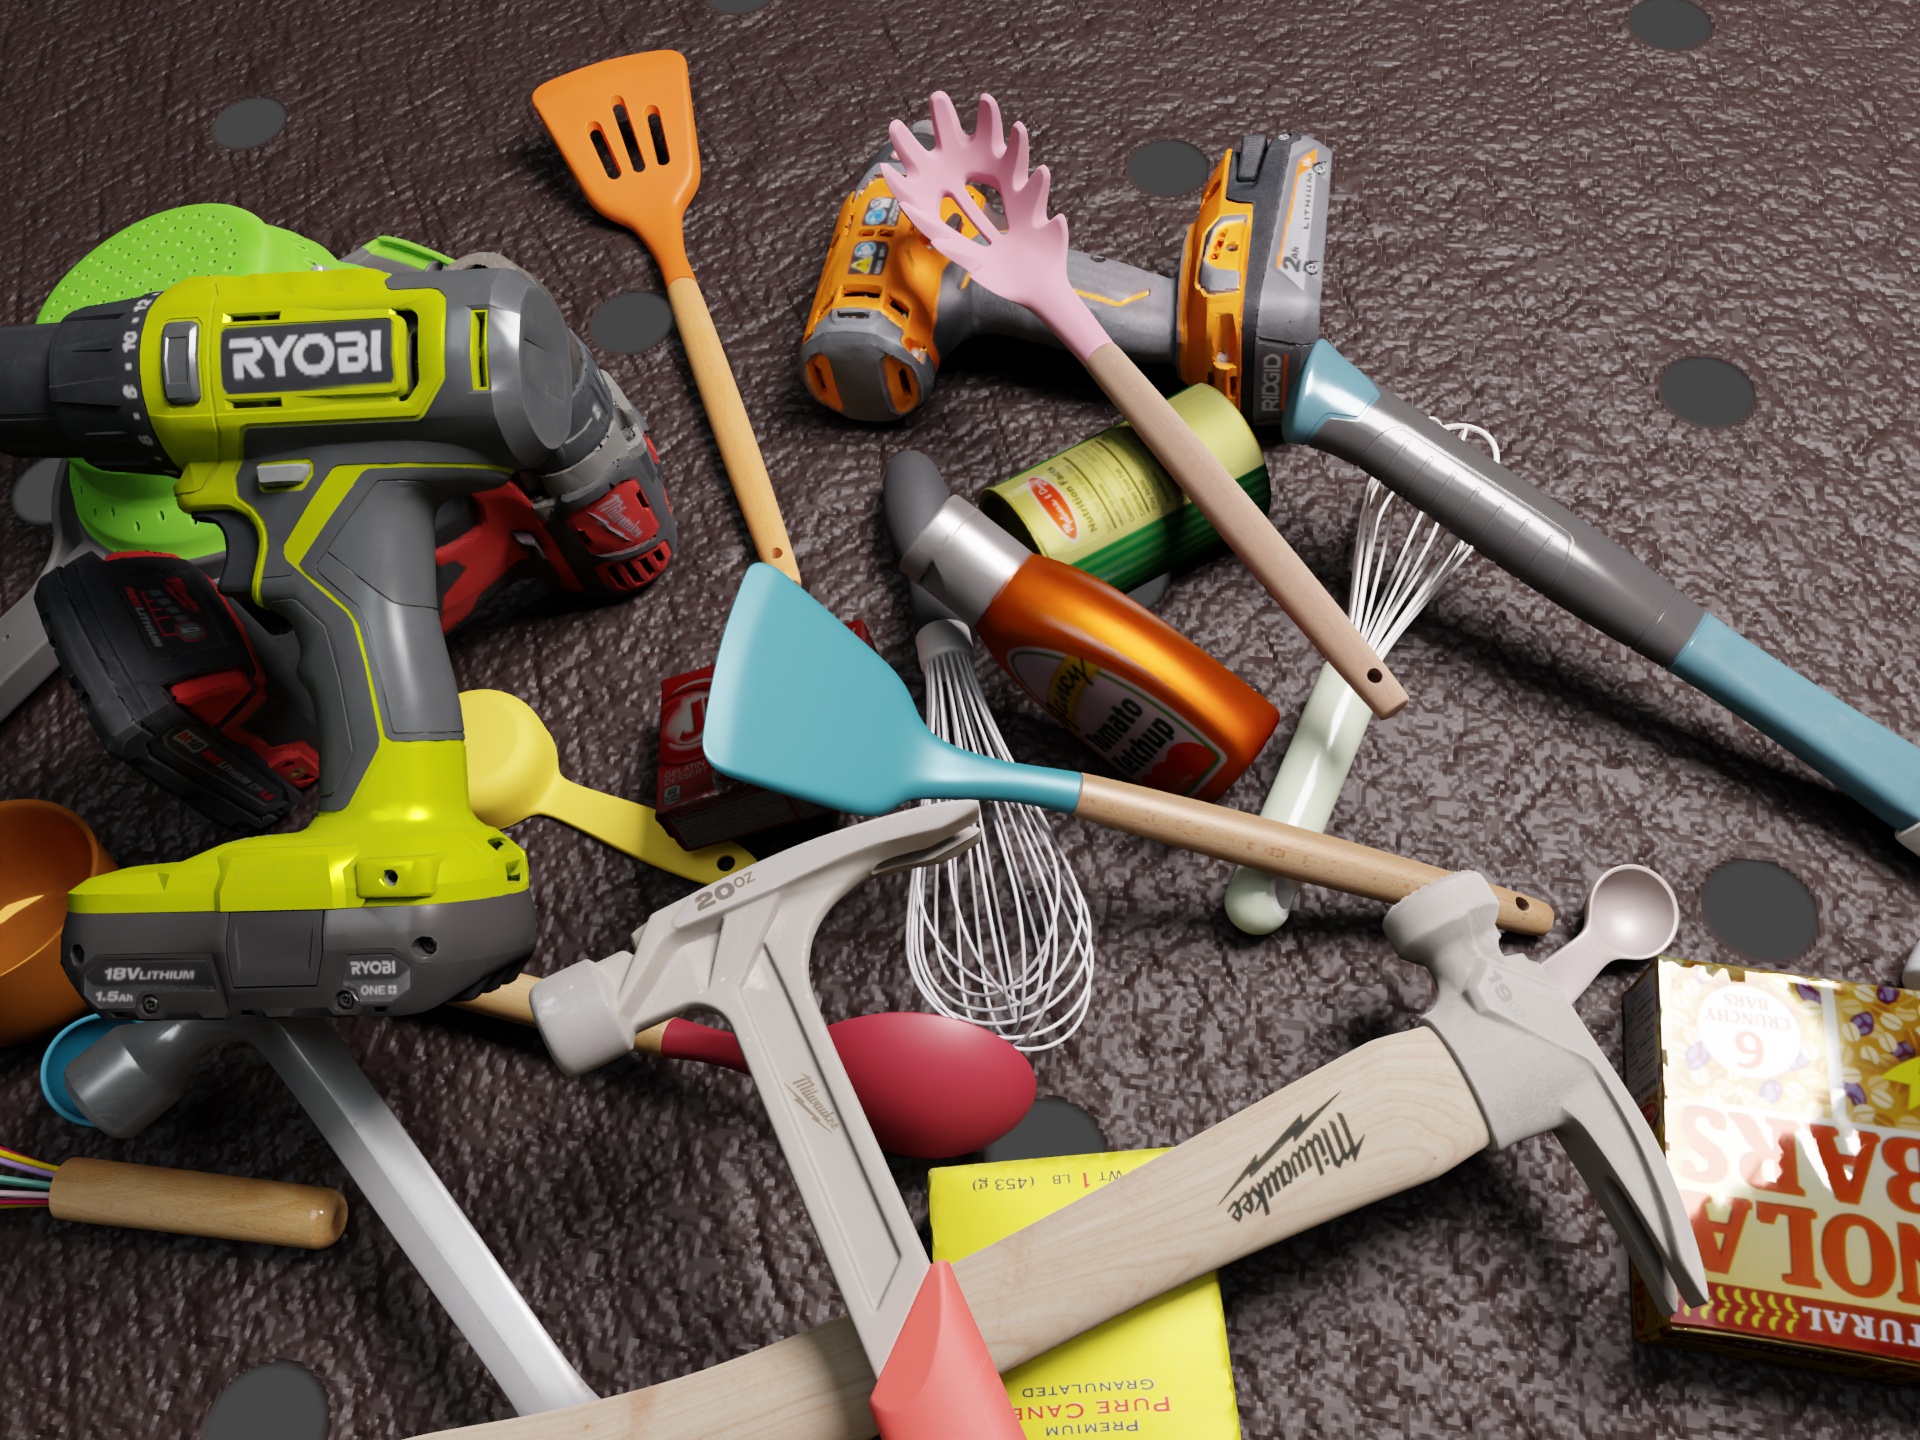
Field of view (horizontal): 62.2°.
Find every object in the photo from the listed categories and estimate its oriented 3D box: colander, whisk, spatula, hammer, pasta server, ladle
[{"bbox_3d":[-0.374,-0.094,0.667,0.205,0.094,0.397,29,70,31],"label":"colander"},{"bbox_3d":[-0.339,0.160,0.566,0.245,0.051,0.047,5,55,4],"label":"whisk"},{"bbox_3d":[-0.128,-0.193,0.749,0.081,0.041,0.323,-18,62,-7],"label":"spatula"},{"bbox_3d":[0.010,0.194,0.423,0.149,0.036,0.359,-23,64,-10],"label":"hammer"},{"bbox_3d":[-0.121,0.213,0.499,0.144,0.035,0.406,-40,70,-12],"label":"hammer"},{"bbox_3d":[0.069,-0.127,0.619,0.060,0.040,0.316,-35,70,-1],"label":"pasta server"},{"bbox_3d":[0.260,-0.038,0.599,0.331,0.033,0.128,37,68,9],"label":"hammer"},{"bbox_3d":[-0.128,0.107,0.576,0.315,0.069,0.031,10,37,17],"label":"ladle"},{"bbox_3d":[0.000,-0.002,0.625,0.070,0.070,0.285,-10,55,-1],"label":"whisk"},{"bbox_3d":[0.158,-0.024,0.632,0.059,0.057,0.246,3,57,46],"label":"whisk"},{"bbox_3d":[0.015,0.182,0.471,0.410,0.038,0.146,-21,63,-11],"label":"hammer"},{"bbox_3d":[0.068,0.029,0.554,0.317,0.044,0.082,15,56,-9],"label":"spatula"}]

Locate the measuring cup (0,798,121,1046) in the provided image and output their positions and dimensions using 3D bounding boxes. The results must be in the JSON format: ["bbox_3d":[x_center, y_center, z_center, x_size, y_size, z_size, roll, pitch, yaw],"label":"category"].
[{"bbox_3d":[-0.363,0.112,0.575,0.095,0.052,0.174,2,52,7],"label":"measuring cup"}]

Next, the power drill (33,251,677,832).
[{"bbox_3d":[-0.223,-0.068,0.605,0.226,0.187,0.080,-33,69,-10],"label":"power drill"}]

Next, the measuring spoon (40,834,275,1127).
[{"bbox_3d":[-0.302,0.098,0.613,0.042,0.021,0.129,34,54,-13],"label":"measuring spoon"}]

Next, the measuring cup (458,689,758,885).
[{"bbox_3d":[-0.150,0.030,0.630,0.156,0.029,0.062,20,64,15],"label":"measuring cup"}]

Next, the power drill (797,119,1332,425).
[{"bbox_3d":[0.050,-0.212,0.724,0.226,0.084,0.164,4,61,12],"label":"power drill"}]

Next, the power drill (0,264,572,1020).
[{"bbox_3d":[-0.220,-0.027,0.501,0.190,0.080,0.228,-2,89,4],"label":"power drill"}]

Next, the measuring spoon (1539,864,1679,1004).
[{"bbox_3d":[0.208,0.098,0.574,0.124,0.018,0.034,-39,87,-9],"label":"measuring spoon"}]
